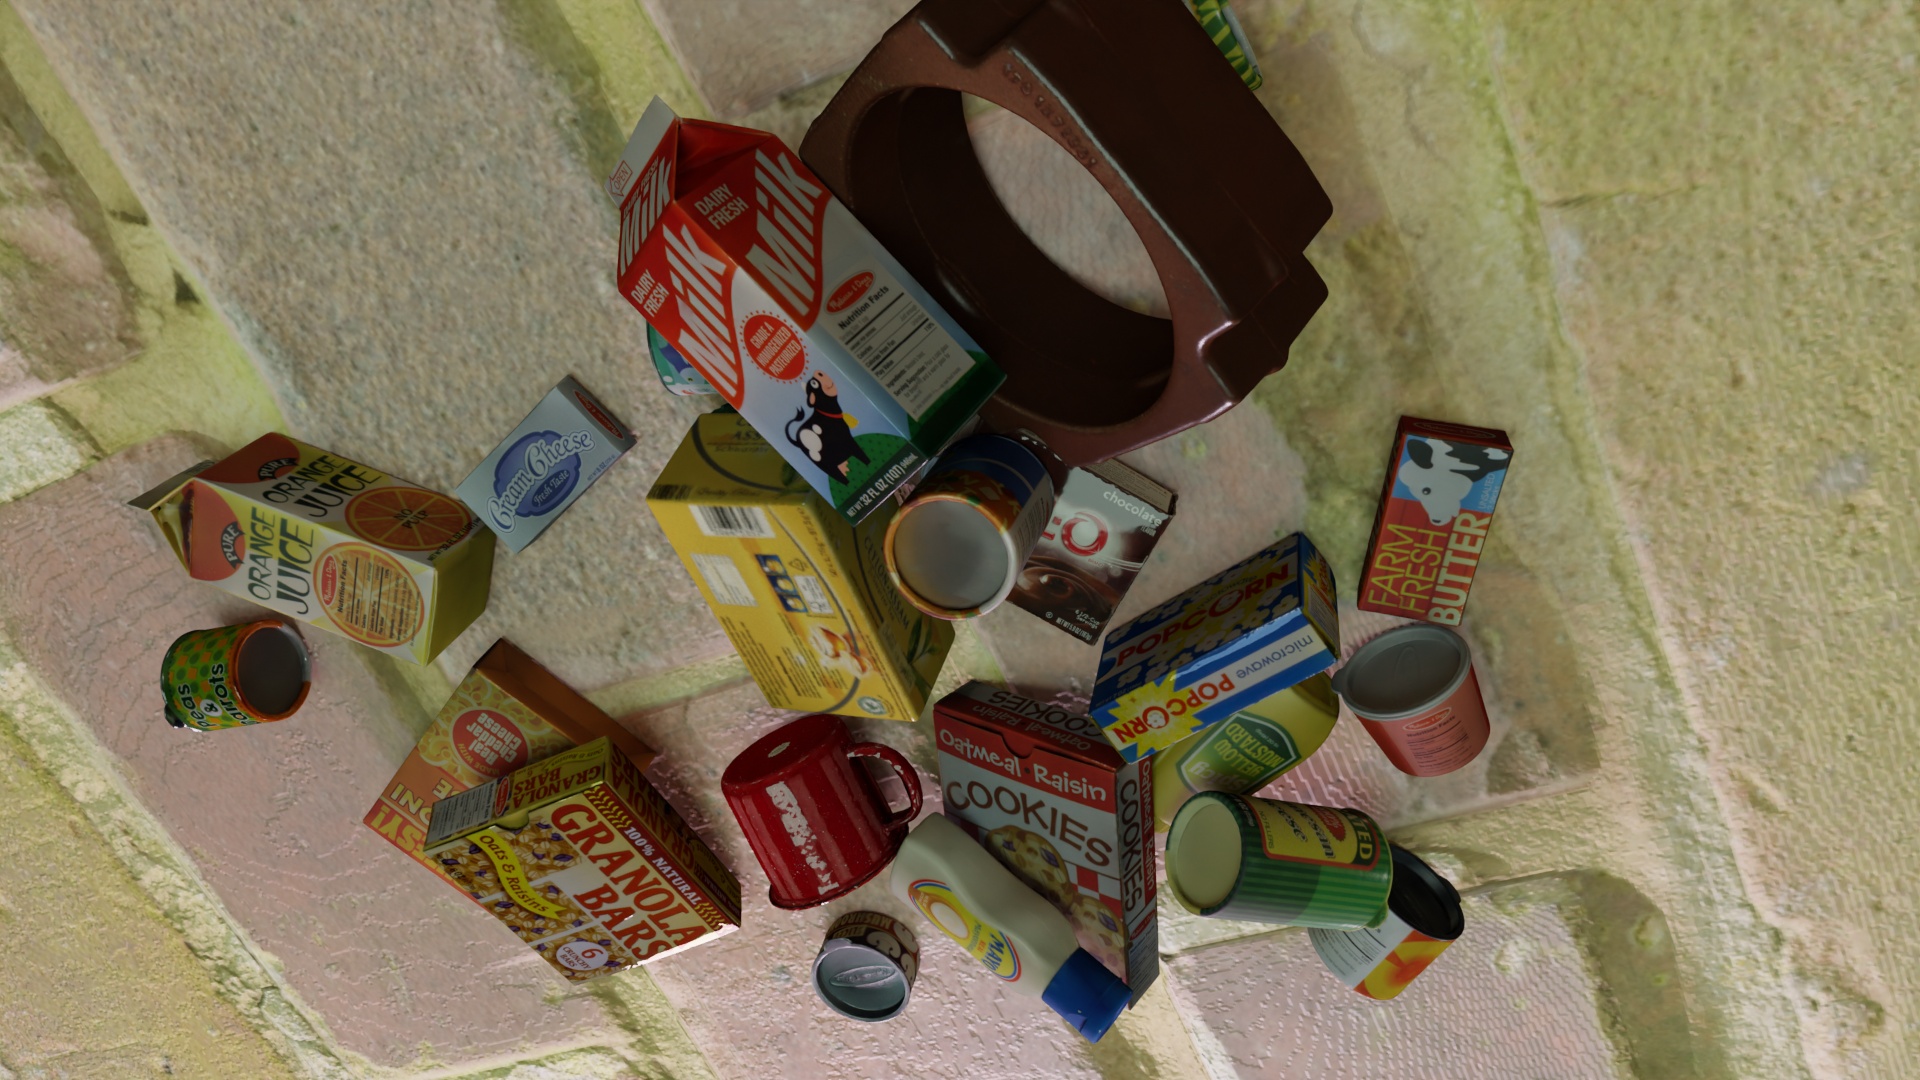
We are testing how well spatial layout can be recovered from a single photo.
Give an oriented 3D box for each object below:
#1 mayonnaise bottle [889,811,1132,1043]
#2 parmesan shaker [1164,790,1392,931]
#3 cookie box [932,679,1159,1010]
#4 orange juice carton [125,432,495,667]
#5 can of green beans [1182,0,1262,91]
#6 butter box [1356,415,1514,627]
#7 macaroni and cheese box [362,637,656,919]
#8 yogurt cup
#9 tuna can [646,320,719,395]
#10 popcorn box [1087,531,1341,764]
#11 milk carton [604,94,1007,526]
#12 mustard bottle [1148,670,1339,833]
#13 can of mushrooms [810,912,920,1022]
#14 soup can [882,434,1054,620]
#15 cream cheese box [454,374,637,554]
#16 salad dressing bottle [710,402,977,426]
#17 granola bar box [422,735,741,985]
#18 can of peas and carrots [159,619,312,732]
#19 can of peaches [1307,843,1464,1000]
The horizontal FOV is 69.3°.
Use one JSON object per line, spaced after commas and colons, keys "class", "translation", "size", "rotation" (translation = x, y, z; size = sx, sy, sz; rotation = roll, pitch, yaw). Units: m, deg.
{"class": "mayonnaise bottle", "translation": [0.027, 0.219, 0.780], "size": [0.148, 0.041, 0.064], "rotation": [36, 137, 20]}
{"class": "parmesan shaker", "translation": [0.170, 0.173, 0.739], "size": [0.103, 0.071, 0.071], "rotation": [13, 123, -29]}
{"class": "cookie box", "translation": [0.050, 0.173, 0.795], "size": [0.123, 0.040, 0.166], "rotation": [14, 121, 35]}
{"class": "orange juice carton", "translation": [-0.381, -0.003, 0.820], "size": [0.193, 0.072, 0.072], "rotation": [20, 118, 3]}
{"class": "can of green beans", "translation": [0.092, -0.214, 0.606], "size": [0.057, 0.071, 0.071], "rotation": [-25, 108, 23]}
{"class": "butter box", "translation": [0.236, -0.008, 0.697], "size": [0.053, 0.024, 0.103], "rotation": [10, 117, 8]}
{"class": "macaroni and cheese box", "translation": [-0.292, 0.159, 0.896], "size": [0.123, 0.040, 0.165], "rotation": [39, 117, -7]}
{"class": "yogurt cup", "translation": [0.239, 0.085, 0.720], "size": [0.072, 0.073, 0.053], "rotation": [-22, 117, 22]}
{"class": "tuna can", "translation": [-0.132, -0.110, 0.711], "size": [0.033, 0.071, 0.070], "rotation": [-1, 115, 13]}
{"class": "popcorn box", "translation": [0.132, 0.055, 0.718], "size": [0.126, 0.085, 0.038], "rotation": [-31, 106, 24]}
{"class": "milk carton", "translation": [-0.079, -0.107, 0.616], "size": [0.190, 0.074, 0.072], "rotation": [46, 140, -6]}
{"class": "mustard bottle", "translation": [0.135, 0.121, 0.769], "size": [0.065, 0.049, 0.159], "rotation": [36, 120, -12]}
{"class": "can of mushrooms", "translation": [-0.062, 0.275, 0.901], "size": [0.071, 0.033, 0.070], "rotation": [6, 117, 11]}
{"class": "soup can", "translation": [0.002, -0.008, 0.676], "size": [0.071, 0.084, 0.071], "rotation": [6, 113, 14]}
{"class": "cream cheese box", "translation": [-0.238, -0.042, 0.793], "size": [0.103, 0.024, 0.053], "rotation": [-38, 101, 26]}
{"class": "salad dressing bottle", "translation": [-0.064, -0.066, 0.722], "size": [0.147, 0.064, 0.044], "rotation": [-10, 102, 27]}
{"class": "granola bar box", "translation": [-0.229, 0.204, 0.862], "size": [0.124, 0.039, 0.165], "rotation": [-22, 129, 9]}
{"class": "can of peas and carrots", "translation": [-0.461, 0.087, 0.883], "size": [0.058, 0.071, 0.070], "rotation": [-9, 113, 17]}
{"class": "can of peaches", "translation": [0.240, 0.215, 0.782], "size": [0.071, 0.071, 0.057], "rotation": [30, 118, -2]}
